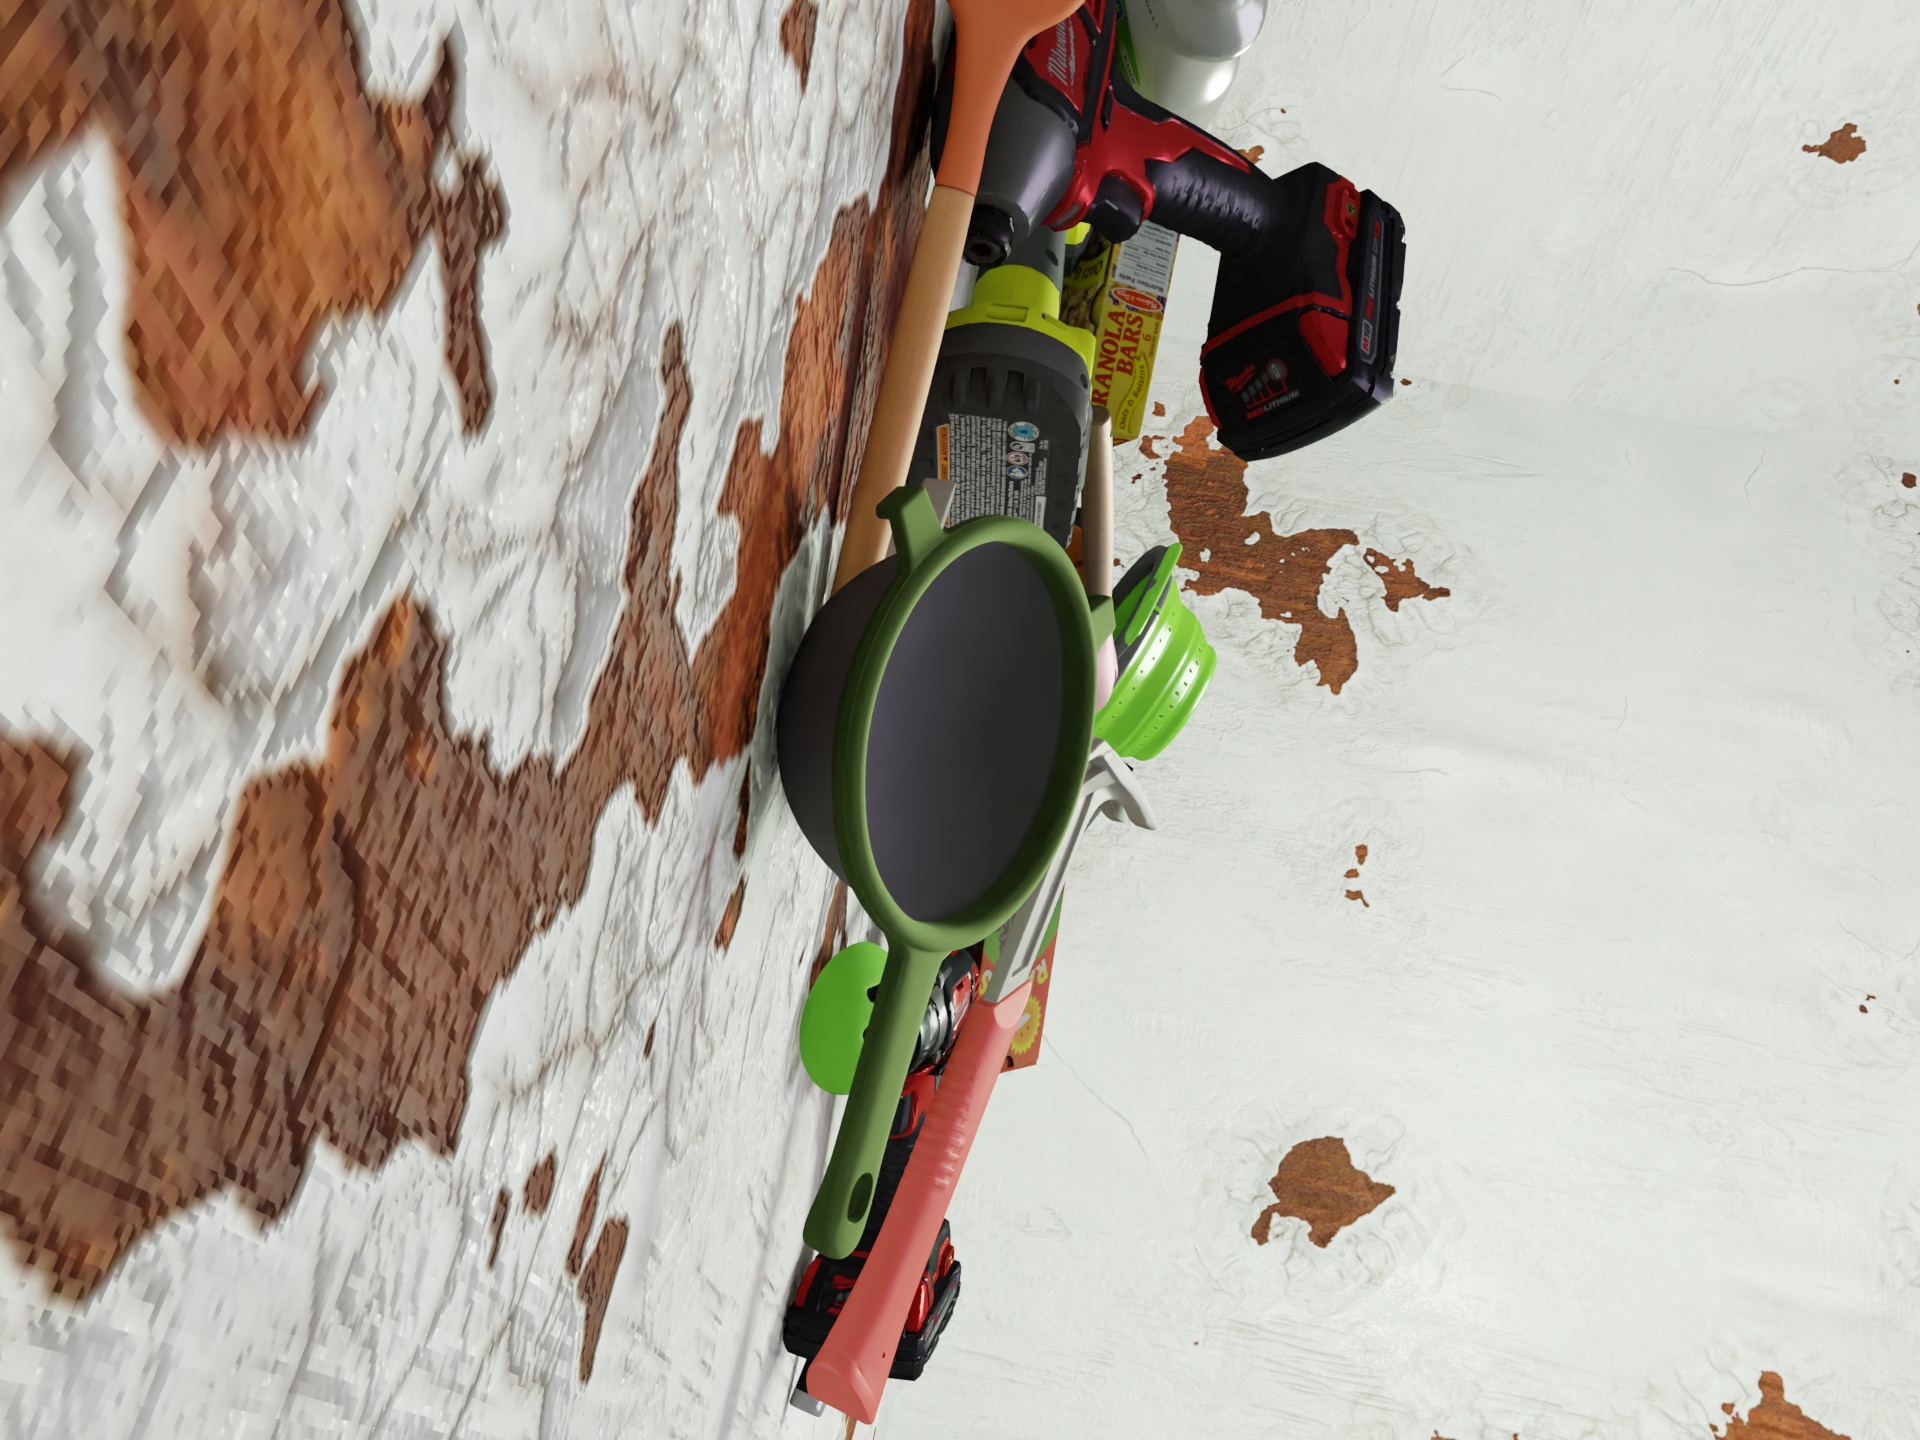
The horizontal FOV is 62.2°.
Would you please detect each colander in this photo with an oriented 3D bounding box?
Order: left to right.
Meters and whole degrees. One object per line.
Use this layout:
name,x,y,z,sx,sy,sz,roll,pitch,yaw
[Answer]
colander,0.114,-0.002,1.372,0.205,0.094,0.397,-61,-173,-32

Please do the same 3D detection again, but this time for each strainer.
strainer,-0.030,0.051,0.554,0.151,0.069,0.256,20,85,-57

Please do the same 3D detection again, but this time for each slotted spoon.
slotted spoon,-0.010,0.114,0.856,0.314,0.031,0.070,-35,120,-68

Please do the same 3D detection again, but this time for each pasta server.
pasta server,0.071,-0.081,0.912,0.316,0.040,0.060,79,13,-65

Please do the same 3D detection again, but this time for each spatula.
spatula,-0.007,-0.160,0.552,0.041,0.081,0.322,-127,-130,-74

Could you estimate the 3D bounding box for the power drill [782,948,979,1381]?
power drill,-0.043,0.243,0.887,0.188,0.080,0.226,-17,114,-77

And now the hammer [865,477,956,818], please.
hammer,-0.028,0.028,0.805,0.410,0.038,0.146,88,12,-72

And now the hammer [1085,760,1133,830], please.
hammer,0.049,0.059,1.080,0.149,0.036,0.408,-54,165,-2

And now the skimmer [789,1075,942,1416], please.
skimmer,-0.055,0.257,1.042,0.127,0.090,0.363,117,-3,-69

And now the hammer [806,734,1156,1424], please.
hammer,0.012,0.178,0.826,0.149,0.037,0.359,48,60,-56

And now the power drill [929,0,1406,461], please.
power drill,0.081,-0.203,0.647,0.078,0.219,0.143,-19,-128,49

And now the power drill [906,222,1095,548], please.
power drill,0.030,-0.200,0.751,0.171,0.080,0.223,90,9,-63

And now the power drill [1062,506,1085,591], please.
power drill,0.055,-0.097,1.279,0.226,0.084,0.185,-66,167,-49
